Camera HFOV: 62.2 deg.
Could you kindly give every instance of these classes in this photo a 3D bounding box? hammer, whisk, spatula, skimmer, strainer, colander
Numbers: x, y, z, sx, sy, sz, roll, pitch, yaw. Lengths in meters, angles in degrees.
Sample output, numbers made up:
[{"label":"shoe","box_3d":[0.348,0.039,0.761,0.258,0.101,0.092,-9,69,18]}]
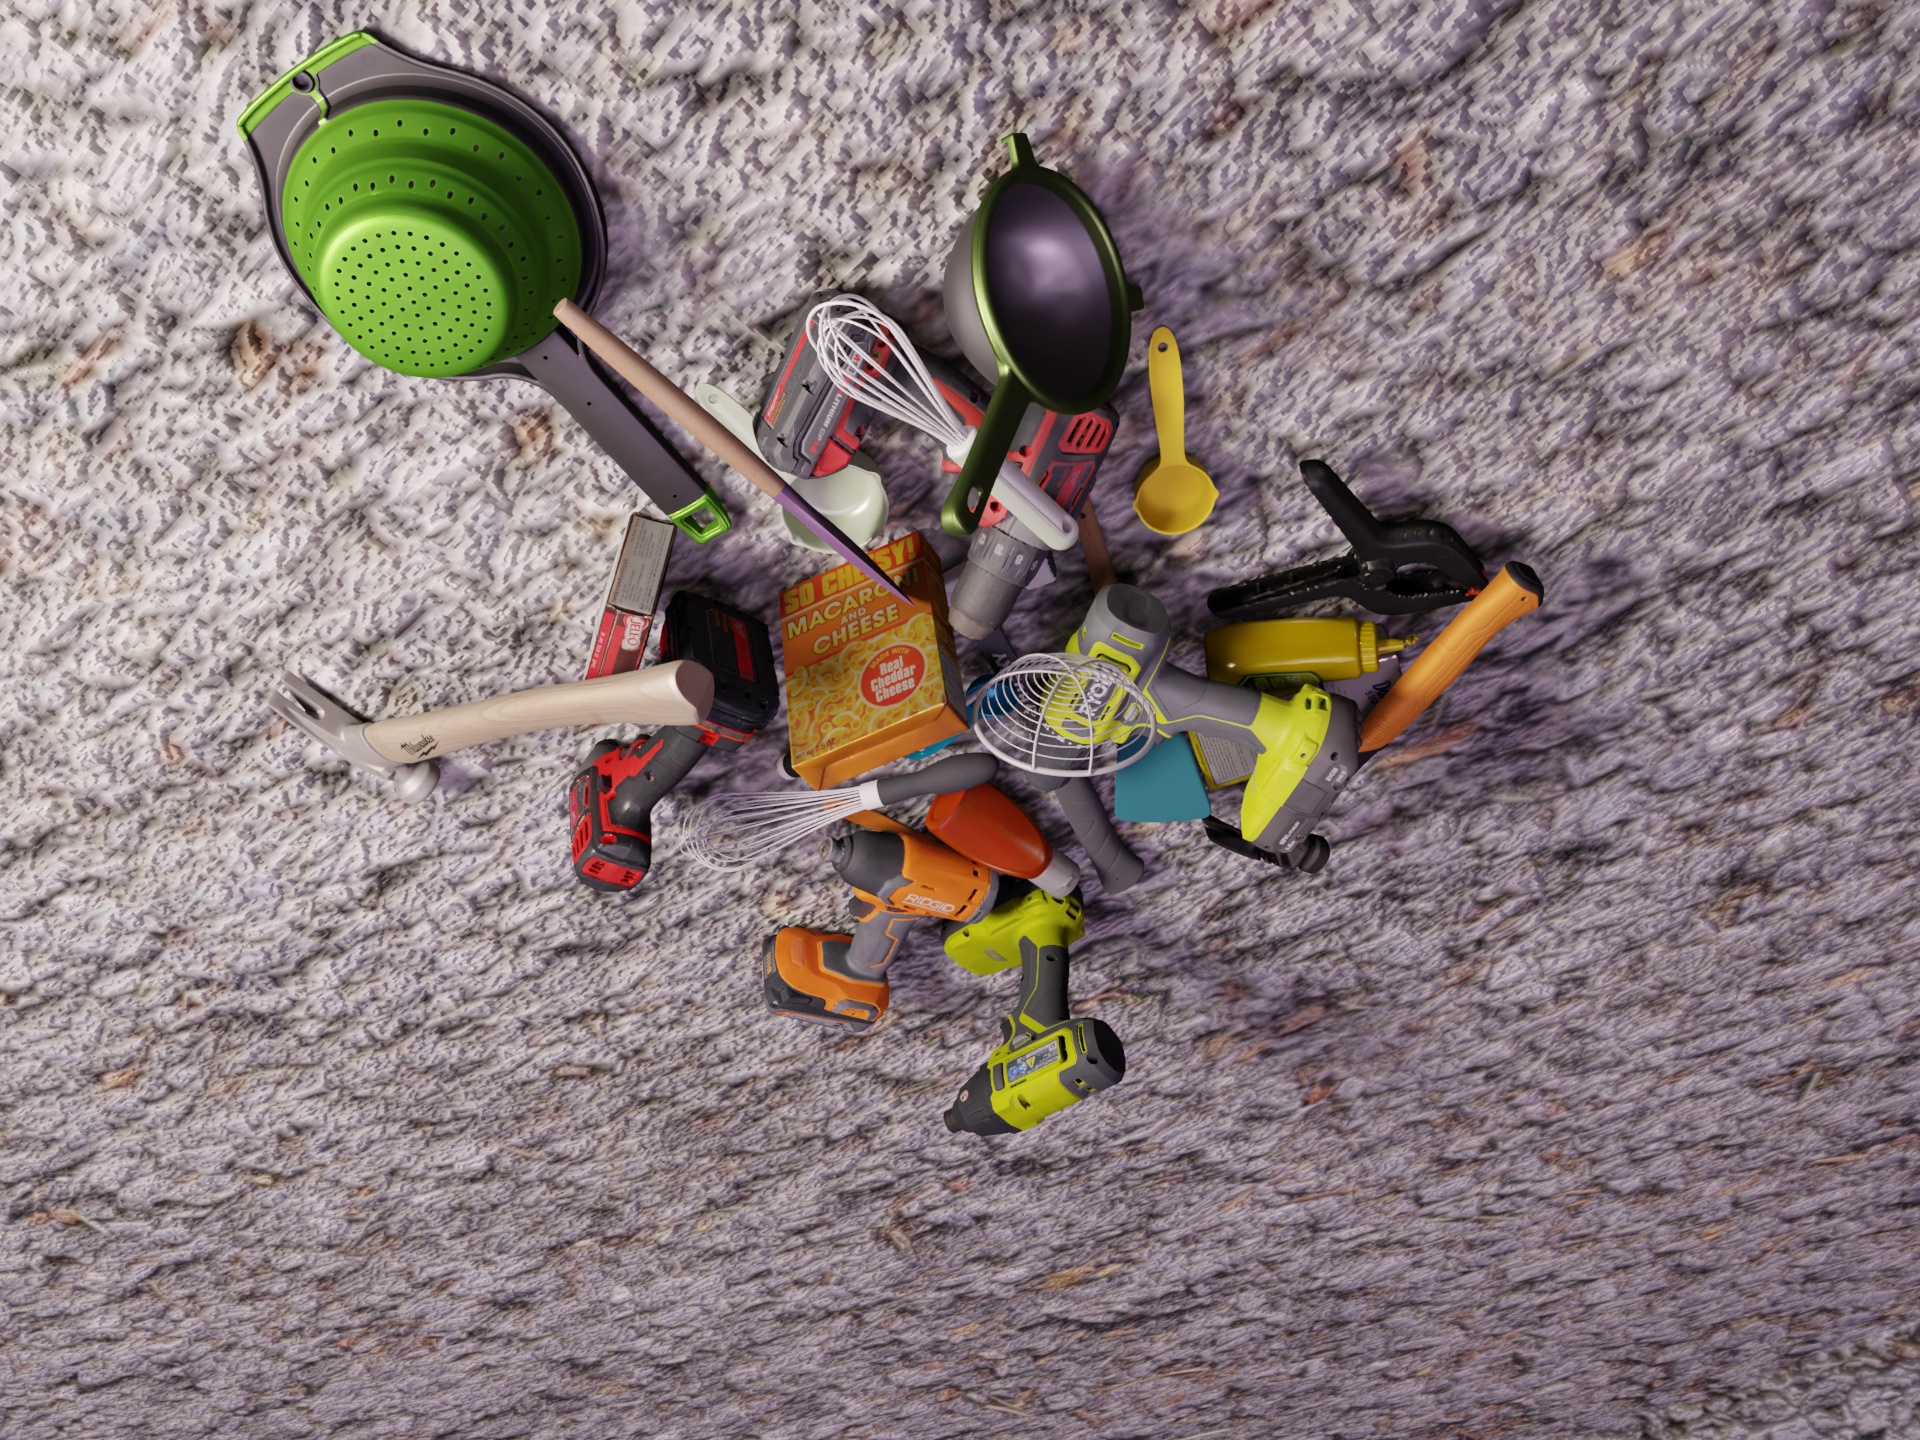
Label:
[{"label":"hammer","box_3d":[0.068,0.020,1.318,0.149,0.036,0.408,-18,134,13]},{"label":"whisk","box_3d":[-0.004,-0.180,0.994,0.059,0.058,0.246,-14,142,41]},{"label":"spatula","box_3d":[0.130,-0.043,1.246,0.082,0.044,0.317,-3,133,21]},{"label":"whisk","box_3d":[-0.102,0.069,1.321,0.284,0.070,0.070,-15,134,13]},{"label":"skimmer","box_3d":[-0.013,0.025,1.198,0.363,0.127,0.090,-19,105,47]},{"label":"hammer","box_3d":[-0.333,-0.007,1.134,0.411,0.038,0.146,-8,141,39]},{"label":"spatula","box_3d":[-0.136,-0.165,1.032,0.018,0.060,0.315,-50,124,2]},{"label":"strainer","box_3d":[0.020,-0.214,0.962,0.069,0.256,0.151,-4,146,42]},{"label":"hammer","box_3d":[0.331,0.000,1.264,0.127,0.034,0.336,17,129,-26]},{"label":"colander","box_3d":[-0.275,-0.226,0.998,0.204,0.095,0.396,-26,131,19]}]

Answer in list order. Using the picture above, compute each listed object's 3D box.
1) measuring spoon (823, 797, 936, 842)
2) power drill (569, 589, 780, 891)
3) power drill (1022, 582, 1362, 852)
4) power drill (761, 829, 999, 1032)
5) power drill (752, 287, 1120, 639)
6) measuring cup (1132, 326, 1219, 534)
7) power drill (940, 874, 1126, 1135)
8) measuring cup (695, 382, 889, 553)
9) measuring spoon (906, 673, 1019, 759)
[{"label":"measuring spoon","box_3d":[-0.070,0.093,1.392,0.116,0.011,0.021,25,127,-27]},{"label":"power drill","box_3d":[-0.231,0.015,1.218,0.078,0.143,0.219,23,122,-30]},{"label":"power drill","box_3d":[0.170,0.013,1.216,0.228,0.080,0.190,22,130,-4]},{"label":"power drill","box_3d":[-0.092,0.181,1.419,0.164,0.084,0.226,20,130,-28]},{"label":"power drill","box_3d":[-0.022,-0.166,1.063,0.226,0.080,0.188,20,107,-26]},{"label":"measuring cup","box_3d":[0.146,-0.205,1.117,0.062,0.029,0.156,-8,123,3]},{"label":"power drill","box_3d":[0.050,0.252,1.411,0.171,0.223,0.080,-31,129,23]},{"label":"measuring cup","box_3d":[-0.119,-0.184,1.098,0.083,0.038,0.167,-35,124,23]},{"label":"measuring spoon","box_3d":[-0.002,-0.004,1.258,0.042,0.021,0.128,27,138,-28]}]
